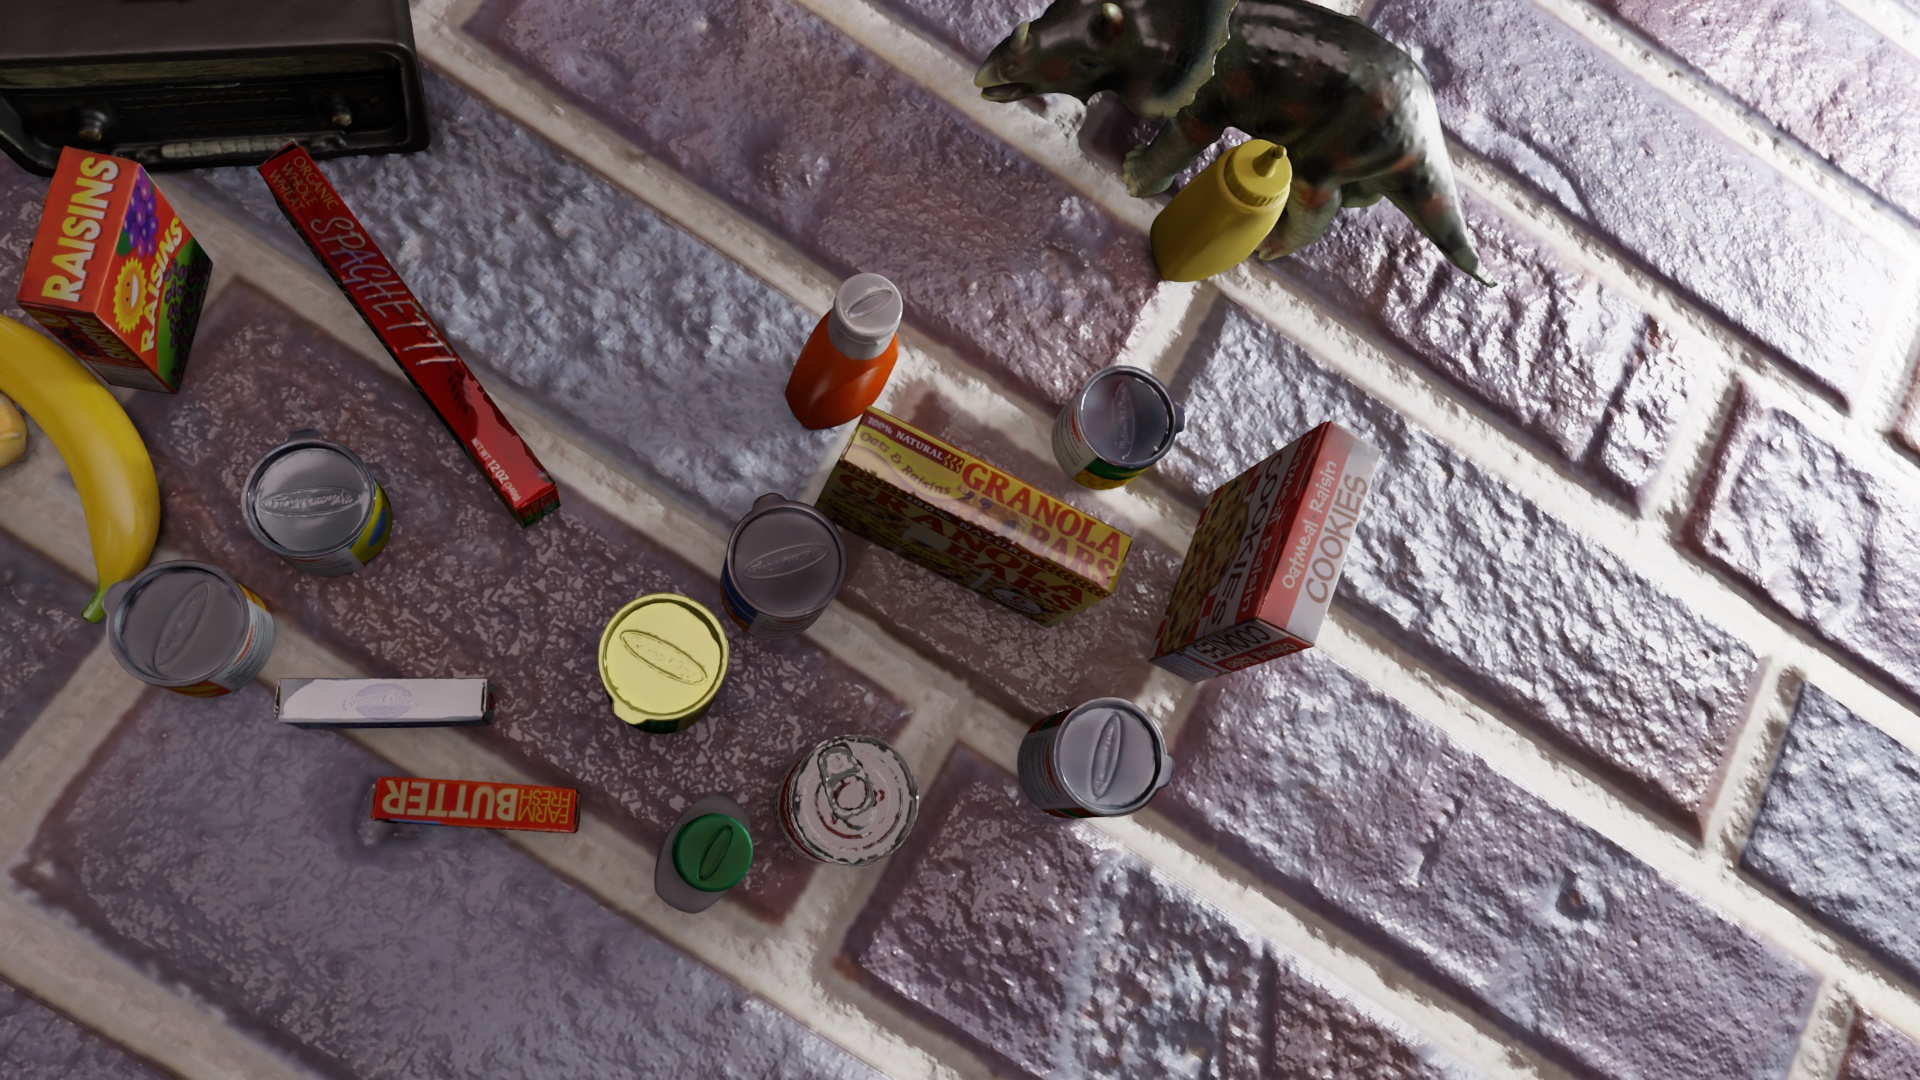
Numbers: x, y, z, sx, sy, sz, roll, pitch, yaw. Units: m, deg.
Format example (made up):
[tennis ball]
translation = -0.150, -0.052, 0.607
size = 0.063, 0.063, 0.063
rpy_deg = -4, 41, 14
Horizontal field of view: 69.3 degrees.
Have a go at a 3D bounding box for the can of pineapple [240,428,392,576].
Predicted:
[can of pineapple]
translation = -0.350, -0.019, 0.761
size = 0.071, 0.057, 0.071
rpy_deg = 3, 77, -12

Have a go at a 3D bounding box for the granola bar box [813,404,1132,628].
[granola bar box]
translation = 0.003, -0.010, 0.806
size = 0.165, 0.124, 0.039
rpy_deg = 26, 73, -6

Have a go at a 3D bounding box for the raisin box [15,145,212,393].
[raisin box]
translation = -0.443, -0.139, 0.734
size = 0.040, 0.123, 0.086
rpy_deg = 10, 75, -11

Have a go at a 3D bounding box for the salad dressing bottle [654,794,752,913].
[salad dressing bottle]
translation = -0.132, 0.163, 0.722
size = 0.044, 0.147, 0.064
rpy_deg = 29, 73, -5

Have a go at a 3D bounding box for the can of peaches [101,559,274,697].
[can of peaches]
translation = -0.406, 0.047, 0.733
size = 0.071, 0.058, 0.071
rpy_deg = 3, 77, -12

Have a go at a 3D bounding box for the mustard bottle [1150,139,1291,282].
[mustard bottle]
translation = 0.171, -0.212, 0.874
size = 0.065, 0.160, 0.049
rpy_deg = -14, 81, -15

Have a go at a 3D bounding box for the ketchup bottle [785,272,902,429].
[ketchup bottle]
translation = -0.063, -0.108, 0.801
size = 0.065, 0.148, 0.043
rpy_deg = -31, 86, -17

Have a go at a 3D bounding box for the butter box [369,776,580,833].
[butter box]
translation = -0.258, 0.143, 0.747
size = 0.103, 0.053, 0.024
rpy_deg = 6, 76, -12

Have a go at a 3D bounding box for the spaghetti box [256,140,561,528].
[spaghetti box]
translation = -0.315, -0.116, 0.797
size = 0.029, 0.050, 0.250
rpy_deg = -37, 87, -18

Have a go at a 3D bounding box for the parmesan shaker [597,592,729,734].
[parmesan shaker]
translation = -0.165, 0.072, 0.759
size = 0.071, 0.103, 0.071
rpy_deg = 3, 77, -12

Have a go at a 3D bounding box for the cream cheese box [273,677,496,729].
[cream cheese box]
translation = -0.307, 0.088, 0.749
size = 0.104, 0.053, 0.024
rpy_deg = 1, 77, -13

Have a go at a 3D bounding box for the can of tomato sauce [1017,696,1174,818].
[can of tomato sauce]
translation = 0.077, 0.129, 0.812
size = 0.071, 0.083, 0.071
rpy_deg = 3, 77, -12

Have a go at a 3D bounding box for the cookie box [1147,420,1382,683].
[cookie box]
translation = 0.174, 0.012, 0.818
size = 0.040, 0.167, 0.123
rpy_deg = 25, 73, -6

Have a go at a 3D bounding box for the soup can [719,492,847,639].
[soup can]
translation = -0.104, 0.016, 0.797
size = 0.071, 0.083, 0.071
rpy_deg = 3, 77, -12

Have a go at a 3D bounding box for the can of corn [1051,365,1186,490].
[can of corn]
translation = 0.099, -0.070, 0.877
size = 0.071, 0.058, 0.071
rpy_deg = 3, 77, -12
